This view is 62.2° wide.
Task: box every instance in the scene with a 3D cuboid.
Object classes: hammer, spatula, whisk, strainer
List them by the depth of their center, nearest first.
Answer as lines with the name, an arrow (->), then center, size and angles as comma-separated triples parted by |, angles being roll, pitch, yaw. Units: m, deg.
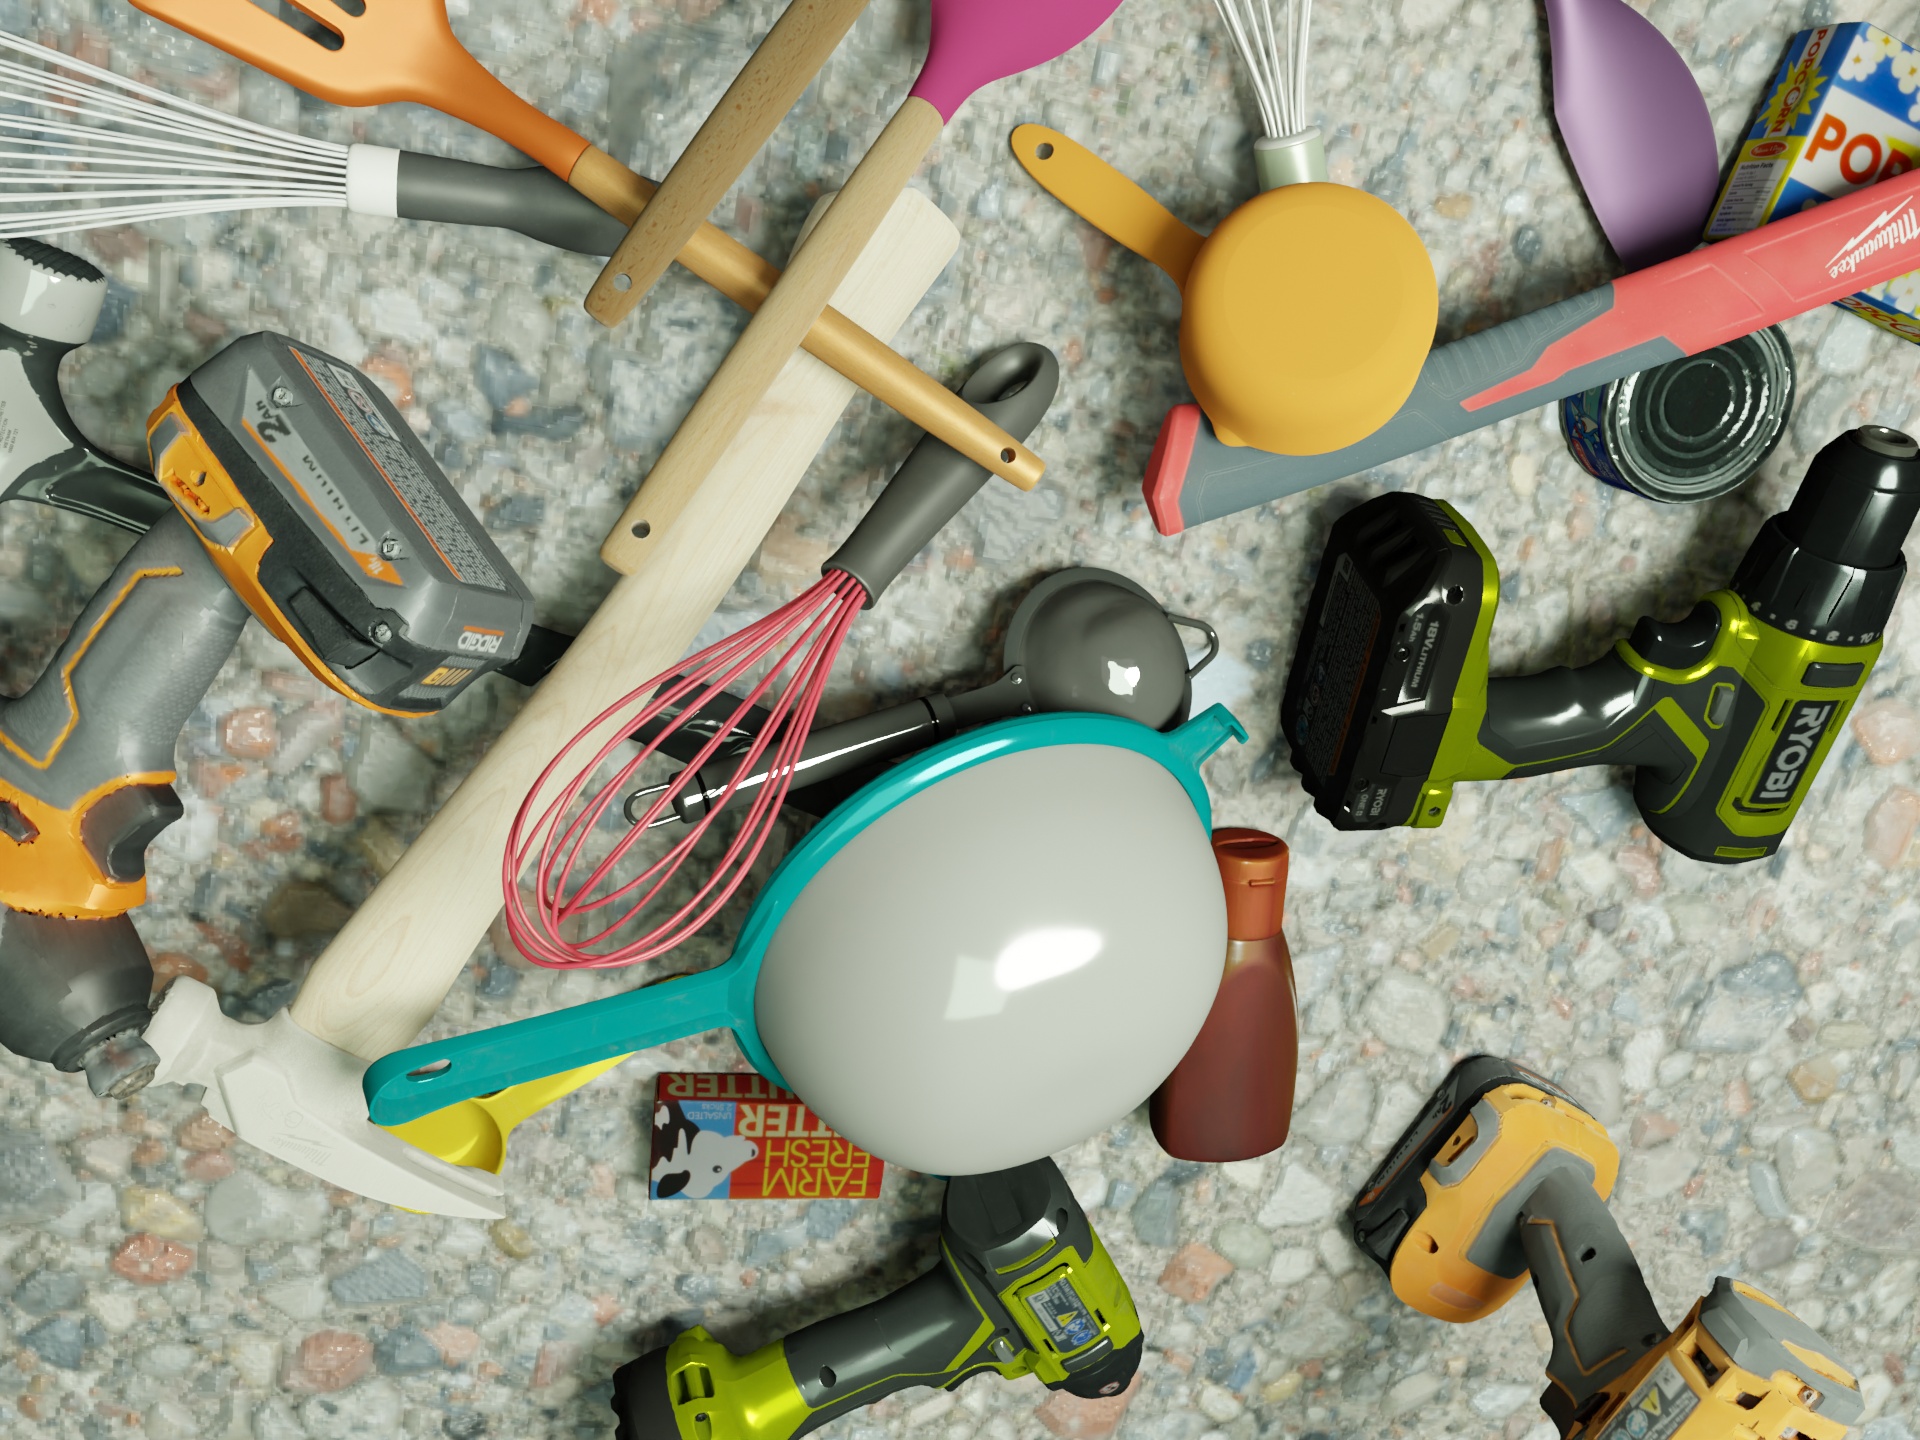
spatula -> -0.021, -0.255, 0.511 | 0.082, 0.044, 0.317 | 37, 91, -17
spatula -> -0.104, -0.170, 0.521 | 0.322, 0.041, 0.081 | 33, 89, -11
whisk -> -0.228, -0.185, 0.526 | 0.284, 0.070, 0.070 | 2, 110, -16
whisk -> -0.050, -0.032, 0.550 | 0.073, 0.073, 0.296 | 47, 65, -22
spatula -> 0.204, -0.302, 0.573 | 0.060, 0.018, 0.315 | -39, 114, -1
whisk -> 0.118, -0.220, 0.578 | 0.058, 0.059, 0.246 | -31, 120, -27
hammer -> -0.122, -0.011, 0.578 | 0.146, 0.038, 0.410 | 35, 90, -22
strainer -> -0.032, 0.116, 0.578 | 0.340, 0.095, 0.210 | -11, 134, -26
hammer -> 0.257, -0.134, 0.590 | 0.386, 0.038, 0.143 | -20, 104, 4
strainer -> -0.001, -0.002, 0.599 | 0.258, 0.050, 0.087 | -18, 86, -20
hammer -> -0.173, -0.023, 0.606 | 0.408, 0.036, 0.149 | 23, 106, -17

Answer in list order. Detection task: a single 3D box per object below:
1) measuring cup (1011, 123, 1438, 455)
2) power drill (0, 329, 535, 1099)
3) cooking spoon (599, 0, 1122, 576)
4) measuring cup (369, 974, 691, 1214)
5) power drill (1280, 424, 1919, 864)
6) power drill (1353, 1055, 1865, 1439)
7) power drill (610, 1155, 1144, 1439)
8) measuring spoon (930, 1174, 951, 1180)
measuring cup -> 0.086, -0.165, 0.553 | 0.173, 0.052, 0.095 | 37, 92, 6
power drill -> -0.253, 0.005, 0.514 | 0.226, 0.084, 0.164 | -39, 82, 8
cooking spoon -> -0.025, -0.181, 0.525 | 0.068, 0.017, 0.319 | 34, 80, -13
measuring cup -> -0.181, 0.151, 0.680 | 0.156, 0.029, 0.062 | -32, 113, -10
power drill -> 0.261, -0.031, 0.640 | 0.228, 0.080, 0.190 | 1, 125, -11
power drill -> 0.252, 0.275, 0.687 | 0.084, 0.226, 0.185 | 28, 104, -18
power drill -> -0.028, 0.302, 0.725 | 0.223, 0.080, 0.171 | -28, 128, -2
measuring spoon -> -0.020, 0.146, 0.709 | 0.042, 0.021, 0.128 | -27, 104, -12
